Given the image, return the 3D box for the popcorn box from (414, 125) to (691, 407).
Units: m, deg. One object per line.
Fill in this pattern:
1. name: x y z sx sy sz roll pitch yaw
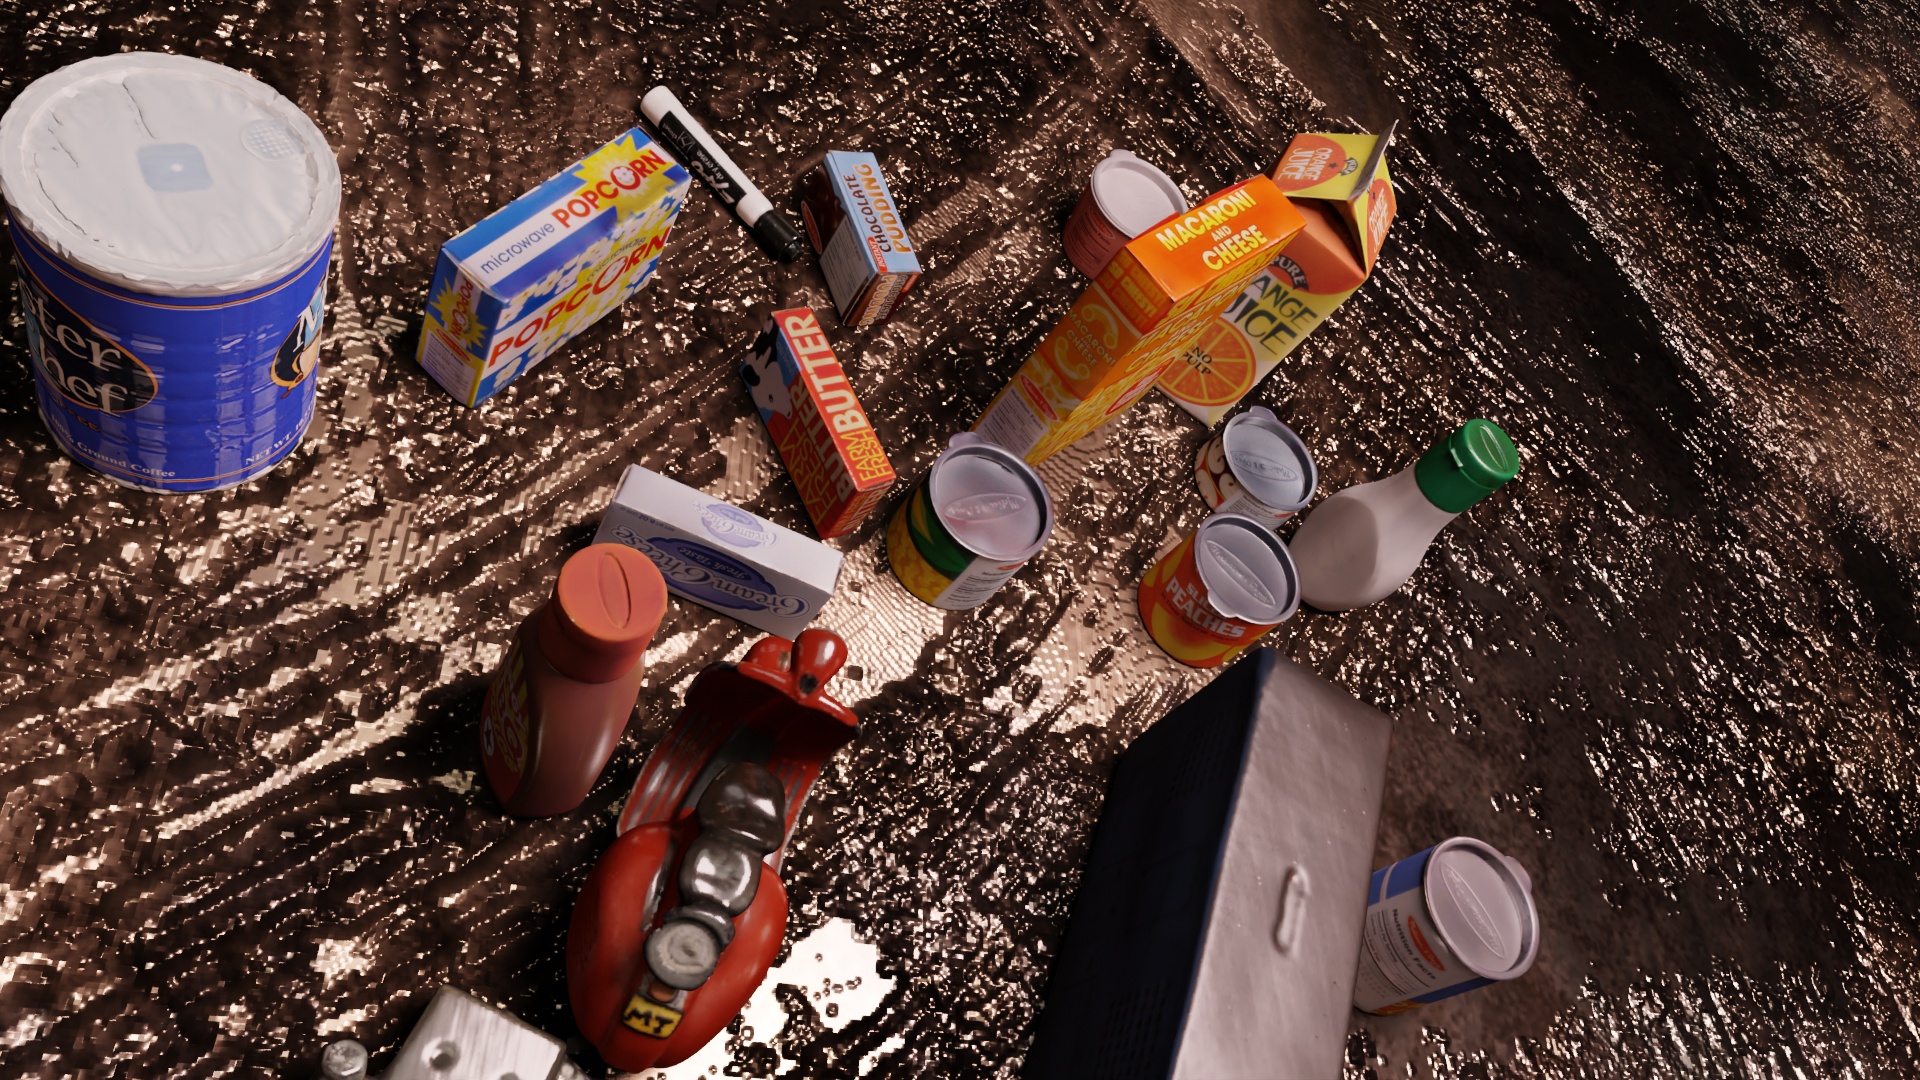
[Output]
1. popcorn box: -0.186 -0.126 0.638 0.038 0.084 0.127 41 51 -1

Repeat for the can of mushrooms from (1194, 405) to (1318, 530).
1. can of mushrooms: 0.173 -0.041 0.814 0.071 0.033 0.071 14 56 -21

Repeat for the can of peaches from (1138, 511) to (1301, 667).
1. can of peaches: 0.135 0.028 0.735 0.071 0.057 0.071 14 56 -21

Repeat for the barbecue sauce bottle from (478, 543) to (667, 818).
1. barbecue sauce bottle: -0.144 0.051 0.512 0.044 0.147 0.065 -2 63 -30

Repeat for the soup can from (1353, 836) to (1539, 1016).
1. soup can: 0.225 0.186 0.670 0.071 0.083 0.071 14 56 -21

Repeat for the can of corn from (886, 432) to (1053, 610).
1. can of corn: 0.002 -0.009 0.686 0.071 0.058 0.071 14 56 -21

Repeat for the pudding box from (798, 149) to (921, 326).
1. pudding box: -0.056 -0.165 0.755 0.030 0.049 0.084 -9 66 -32

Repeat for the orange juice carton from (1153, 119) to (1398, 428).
1. orange juice carton: 0.176 -0.155 0.784 0.073 0.191 0.072 37 51 -4

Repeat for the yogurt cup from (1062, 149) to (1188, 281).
1. yogurt cup: 0.098 -0.193 0.854 0.072 0.053 0.073 14 56 -21

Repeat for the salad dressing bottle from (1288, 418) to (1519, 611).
1. salad dressing bottle: 0.239 -0.012 0.759 0.044 0.147 0.064 -4 64 -30

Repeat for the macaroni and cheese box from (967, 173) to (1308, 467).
1. macaroni and cheese box: 0.088 -0.109 0.724 0.124 0.165 0.040 -33 81 -38

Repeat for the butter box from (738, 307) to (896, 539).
1. butter box: -0.071 -0.057 0.679 0.024 0.053 0.103 -16 70 -35

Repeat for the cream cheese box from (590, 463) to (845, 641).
1. cream cheese box: -0.109 0.007 0.619 0.104 0.053 0.024 24 53 -14
